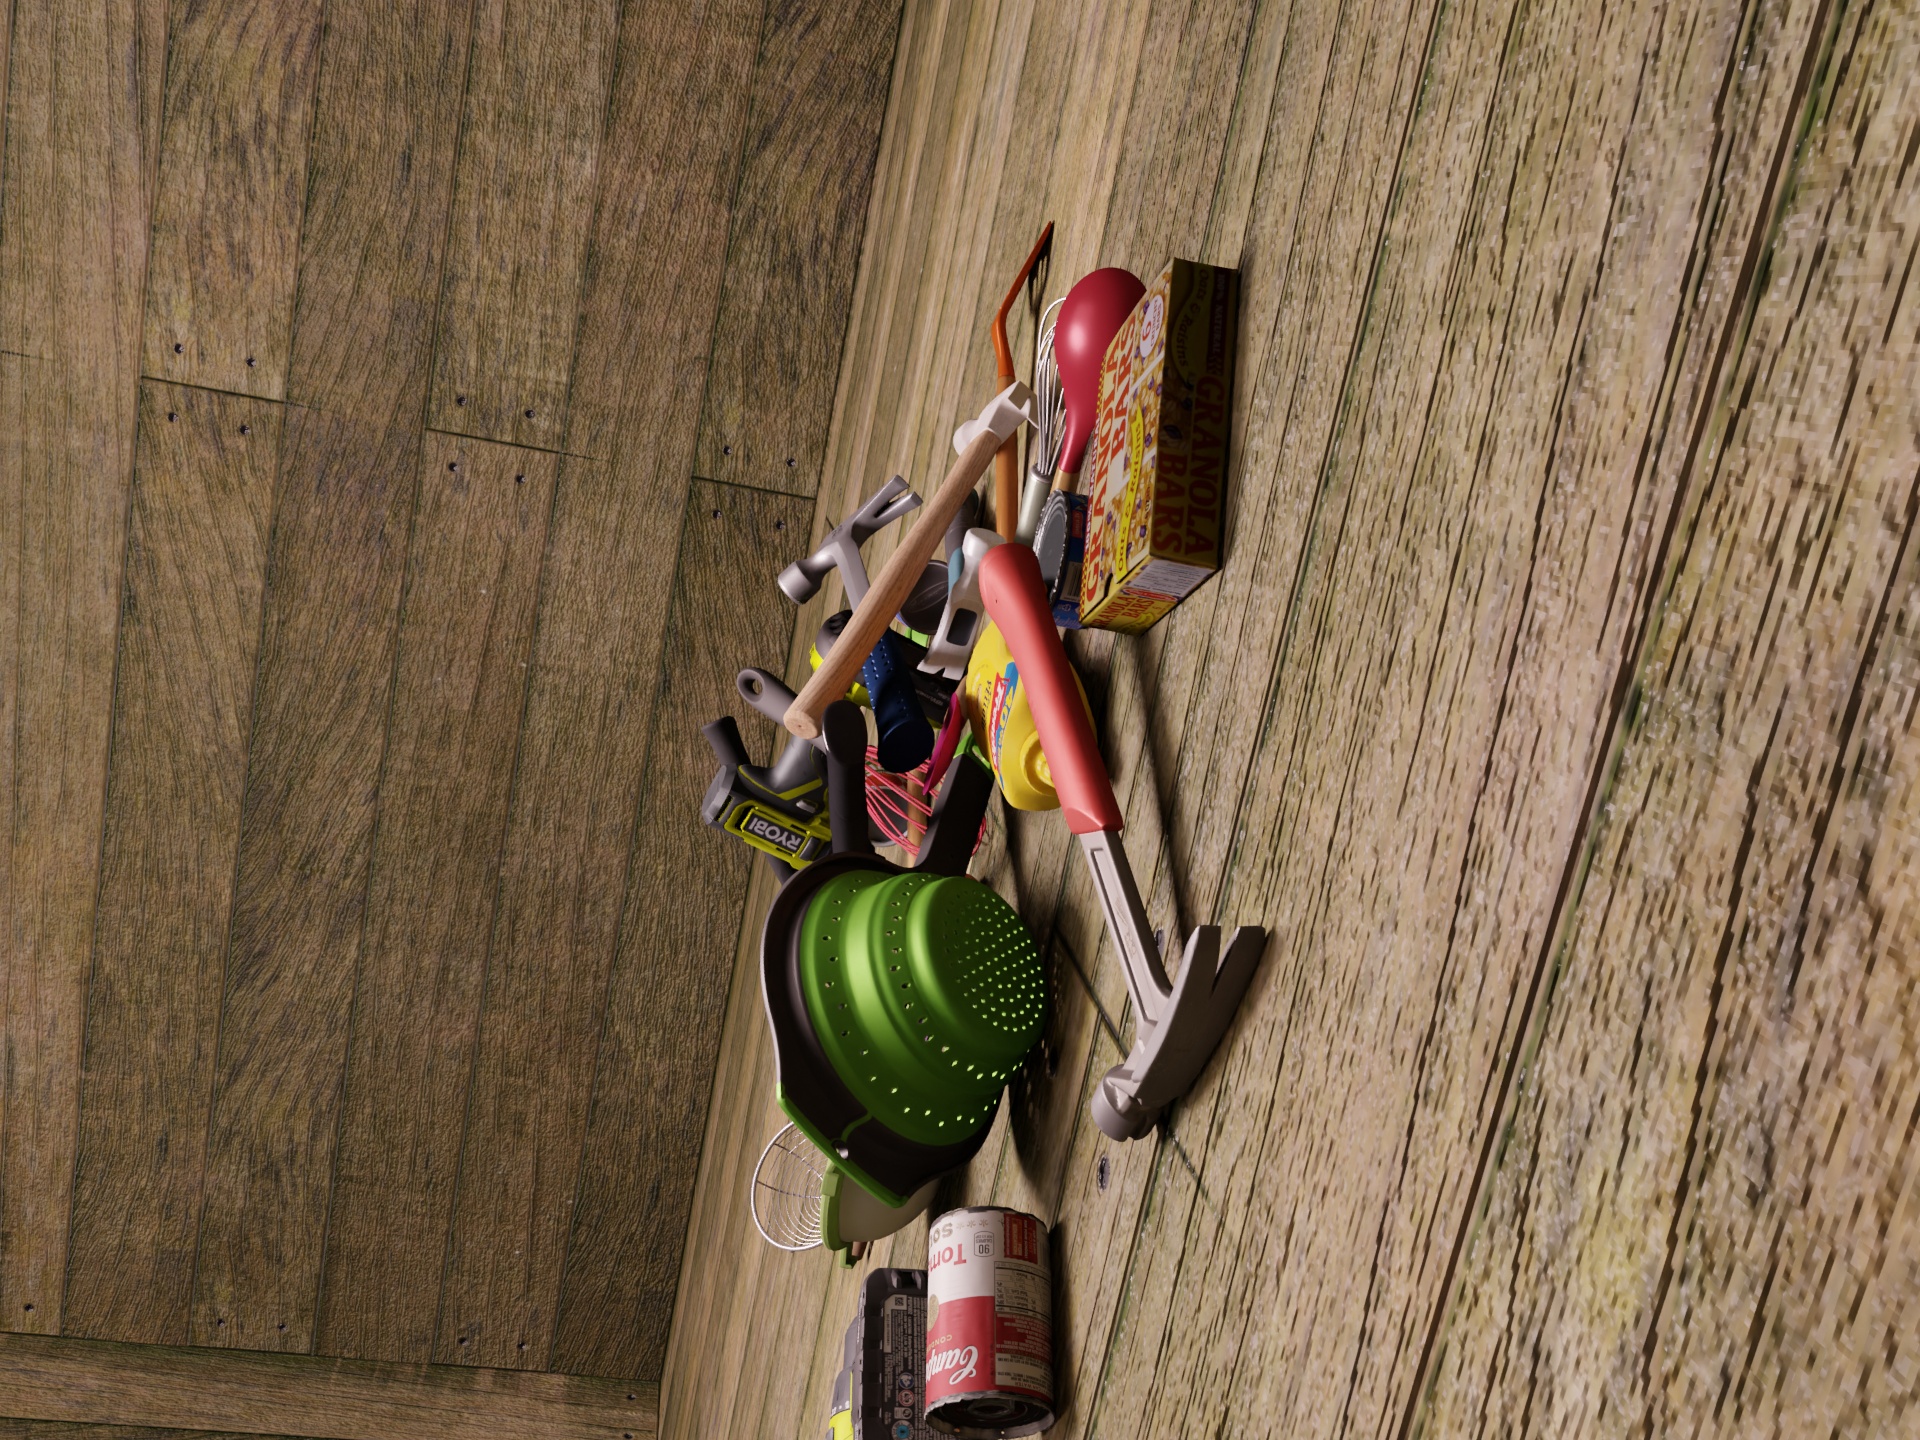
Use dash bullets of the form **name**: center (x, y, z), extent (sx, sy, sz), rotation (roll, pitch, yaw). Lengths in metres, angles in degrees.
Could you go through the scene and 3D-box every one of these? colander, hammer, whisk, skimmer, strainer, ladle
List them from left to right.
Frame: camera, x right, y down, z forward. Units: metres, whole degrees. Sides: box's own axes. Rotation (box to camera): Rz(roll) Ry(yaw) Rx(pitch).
- **hammer**: center (-0.159, 0.149, 1.485), extent (0.146, 0.035, 0.334), rotation (-103, -10, -78)
- **skimmer**: center (-0.102, 0.311, 1.391), extent (0.127, 0.090, 0.363), rotation (50, 133, 45)
- **whisk**: center (-0.085, 0.028, 1.260), extent (0.296, 0.073, 0.073), rotation (34, 121, 36)
- **hammer**: center (-0.077, 0.138, 1.175), extent (0.408, 0.036, 0.149), rotation (91, 171, -46)
- **hammer**: center (-0.065, -0.076, 1.213), extent (0.144, 0.035, 0.406), rotation (-41, 26, 10)
- **hammer**: center (-0.031, -0.122, 1.136), extent (0.331, 0.031, 0.130), rotation (-60, 15, -28)
- **strainer**: center (-0.029, 0.270, 1.165), extent (0.151, 0.069, 0.256), rotation (87, -160, -51)
- **hammer**: center (0.001, -0.132, 1.280), extent (0.331, 0.033, 0.128), rotation (-90, 17, -68)
- **colander**: center (0.002, 0.113, 1.013), extent (0.094, 0.204, 0.397), rotation (-31, 22, 30)
- **whisk**: center (0.060, -0.176, 1.085), extent (0.058, 0.059, 0.246), rotation (-36, -29, -41)
- **ladle**: center (0.066, -0.145, 1.042), extent (0.031, 0.069, 0.315), rotation (-34, -32, -40)
- **hammer**: center (0.063, 0.022, 0.813), extent (0.359, 0.036, 0.149), rotation (-105, 24, -45)

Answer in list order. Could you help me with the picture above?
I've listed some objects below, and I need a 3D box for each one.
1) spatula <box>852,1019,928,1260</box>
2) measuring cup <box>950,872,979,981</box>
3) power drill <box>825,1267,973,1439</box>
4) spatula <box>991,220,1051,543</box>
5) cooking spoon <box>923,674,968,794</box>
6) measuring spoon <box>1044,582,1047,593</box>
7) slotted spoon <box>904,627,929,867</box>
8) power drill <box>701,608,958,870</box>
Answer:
- **spatula**: center (-0.055, 0.330, 1.327), extent (0.060, 0.018, 0.315), rotation (-105, 27, -63)
- **measuring cup**: center (-0.006, 0.164, 1.130), extent (0.174, 0.052, 0.095), rotation (-123, 43, -71)
- **power drill**: center (-0.045, 0.450, 1.037), extent (0.228, 0.080, 0.191), rotation (107, 167, -46)
- **spatula**: center (0.046, -0.251, 1.277), extent (0.081, 0.041, 0.323), rotation (127, 146, -66)
- **cooking spoon**: center (-0.002, -0.004, 1.148), extent (0.319, 0.017, 0.068), rotation (-70, -1, -79)
- **measuring spoon**: center (0.040, -0.079, 1.022), extent (0.117, 0.011, 0.021), rotation (-172, 92, -76)
- **slotted spoon**: center (-0.039, 0.022, 1.475), extent (0.070, 0.031, 0.314), rotation (116, 158, -53)
- **power drill**: center (-0.100, 0.031, 1.389), extent (0.223, 0.171, 0.080), rotation (-57, 18, 19)
